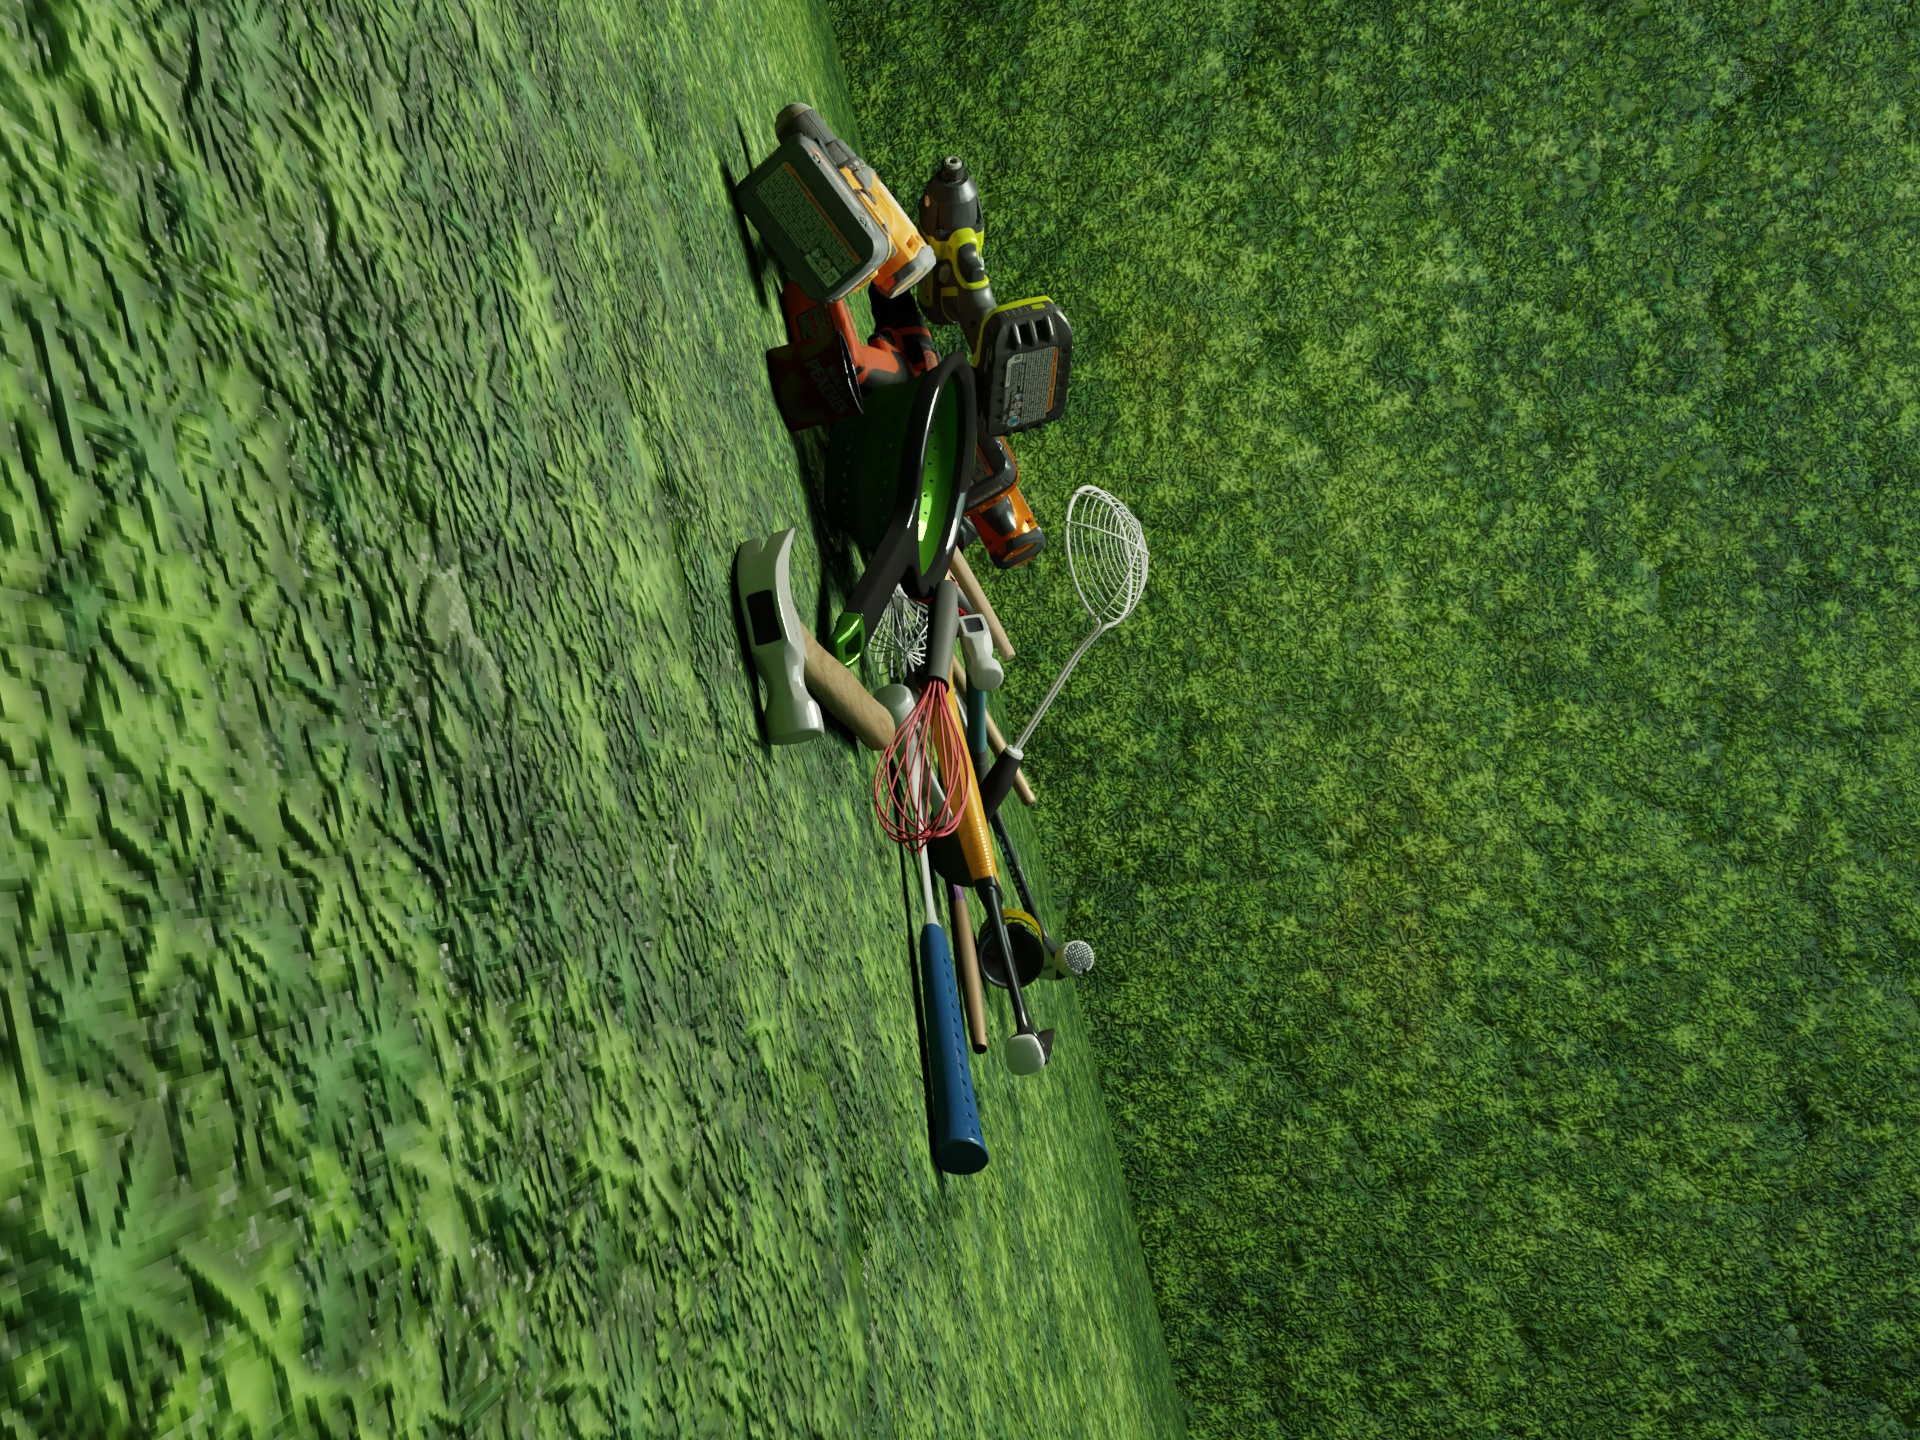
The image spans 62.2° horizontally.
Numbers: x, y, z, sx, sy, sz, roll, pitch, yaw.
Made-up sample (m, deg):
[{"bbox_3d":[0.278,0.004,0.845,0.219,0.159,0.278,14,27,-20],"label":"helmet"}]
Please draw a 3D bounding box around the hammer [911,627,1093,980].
[{"bbox_3d":[0.029,0.087,1.712,0.409,0.036,0.149,69,-25,7],"label":"hammer"}]

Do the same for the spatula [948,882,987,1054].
[{"bbox_3d":[0.000,0.183,1.444,0.316,0.018,0.059,-100,170,-55],"label":"spatula"}]

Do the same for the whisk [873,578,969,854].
[{"bbox_3d":[-0.022,-0.013,1.225,0.296,0.073,0.073,-84,162,-47],"label":"whisk"}]

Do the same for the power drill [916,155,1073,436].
[{"bbox_3d":[0.020,-0.381,1.431,0.171,0.080,0.223,94,-25,-57],"label":"power drill"}]

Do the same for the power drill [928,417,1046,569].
[{"bbox_3d":[0.012,-0.257,1.618,0.164,0.084,0.226,63,6,16],"label":"power drill"}]

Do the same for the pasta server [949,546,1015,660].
[{"bbox_3d":[-0.017,-0.196,1.595,0.316,0.040,0.060,62,10,19],"label":"pasta server"}]

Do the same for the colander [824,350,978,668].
[{"bbox_3d":[-0.074,-0.161,1.254,0.397,0.094,0.204,-68,164,-52],"label":"colander"}]

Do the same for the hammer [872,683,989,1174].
[{"bbox_3d":[-0.019,0.154,1.183,0.406,0.035,0.143,-99,173,-48],"label":"hammer"}]

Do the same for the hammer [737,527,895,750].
[{"bbox_3d":[-0.083,-0.026,0.998,0.331,0.031,0.130,55,22,-78],"label":"hammer"}]

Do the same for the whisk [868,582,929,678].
[{"bbox_3d":[-0.057,-0.104,1.436,0.285,0.070,0.070,-105,179,-69],"label":"whisk"}]

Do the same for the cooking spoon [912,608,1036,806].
[{"bbox_3d":[-0.003,-0.048,1.662,0.319,0.017,0.068,60,10,17],"label":"cooking spoon"}]

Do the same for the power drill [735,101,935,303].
[{"bbox_3d":[-0.112,-0.438,1.329,0.185,0.084,0.226,52,20,-7],"label":"power drill"}]

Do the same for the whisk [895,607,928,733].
[{"bbox_3d":[-0.041,-0.045,1.517,0.239,0.055,0.055,-87,162,-62],"label":"whisk"}]

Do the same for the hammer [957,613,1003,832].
[{"bbox_3d":[0.016,0.034,1.587,0.128,0.033,0.330,-105,-170,-47],"label":"hammer"}]

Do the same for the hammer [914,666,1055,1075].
[{"bbox_3d":[0.019,0.117,1.312,0.127,0.034,0.337,18,58,-83],"label":"hammer"}]

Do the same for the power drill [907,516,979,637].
[{"bbox_3d":[-0.037,-0.193,1.682,0.143,0.078,0.220,42,26,-27],"label":"power drill"}]

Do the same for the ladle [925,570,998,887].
[{"bbox_3d":[-0.002,-0.005,1.436,0.078,0.062,0.320,118,-27,-64],"label":"ladle"}]

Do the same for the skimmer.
[{"bbox_3d":[0.061,-0.037,1.452,0.090,0.363,0.127,38,12,31],"label":"skimmer"}]
